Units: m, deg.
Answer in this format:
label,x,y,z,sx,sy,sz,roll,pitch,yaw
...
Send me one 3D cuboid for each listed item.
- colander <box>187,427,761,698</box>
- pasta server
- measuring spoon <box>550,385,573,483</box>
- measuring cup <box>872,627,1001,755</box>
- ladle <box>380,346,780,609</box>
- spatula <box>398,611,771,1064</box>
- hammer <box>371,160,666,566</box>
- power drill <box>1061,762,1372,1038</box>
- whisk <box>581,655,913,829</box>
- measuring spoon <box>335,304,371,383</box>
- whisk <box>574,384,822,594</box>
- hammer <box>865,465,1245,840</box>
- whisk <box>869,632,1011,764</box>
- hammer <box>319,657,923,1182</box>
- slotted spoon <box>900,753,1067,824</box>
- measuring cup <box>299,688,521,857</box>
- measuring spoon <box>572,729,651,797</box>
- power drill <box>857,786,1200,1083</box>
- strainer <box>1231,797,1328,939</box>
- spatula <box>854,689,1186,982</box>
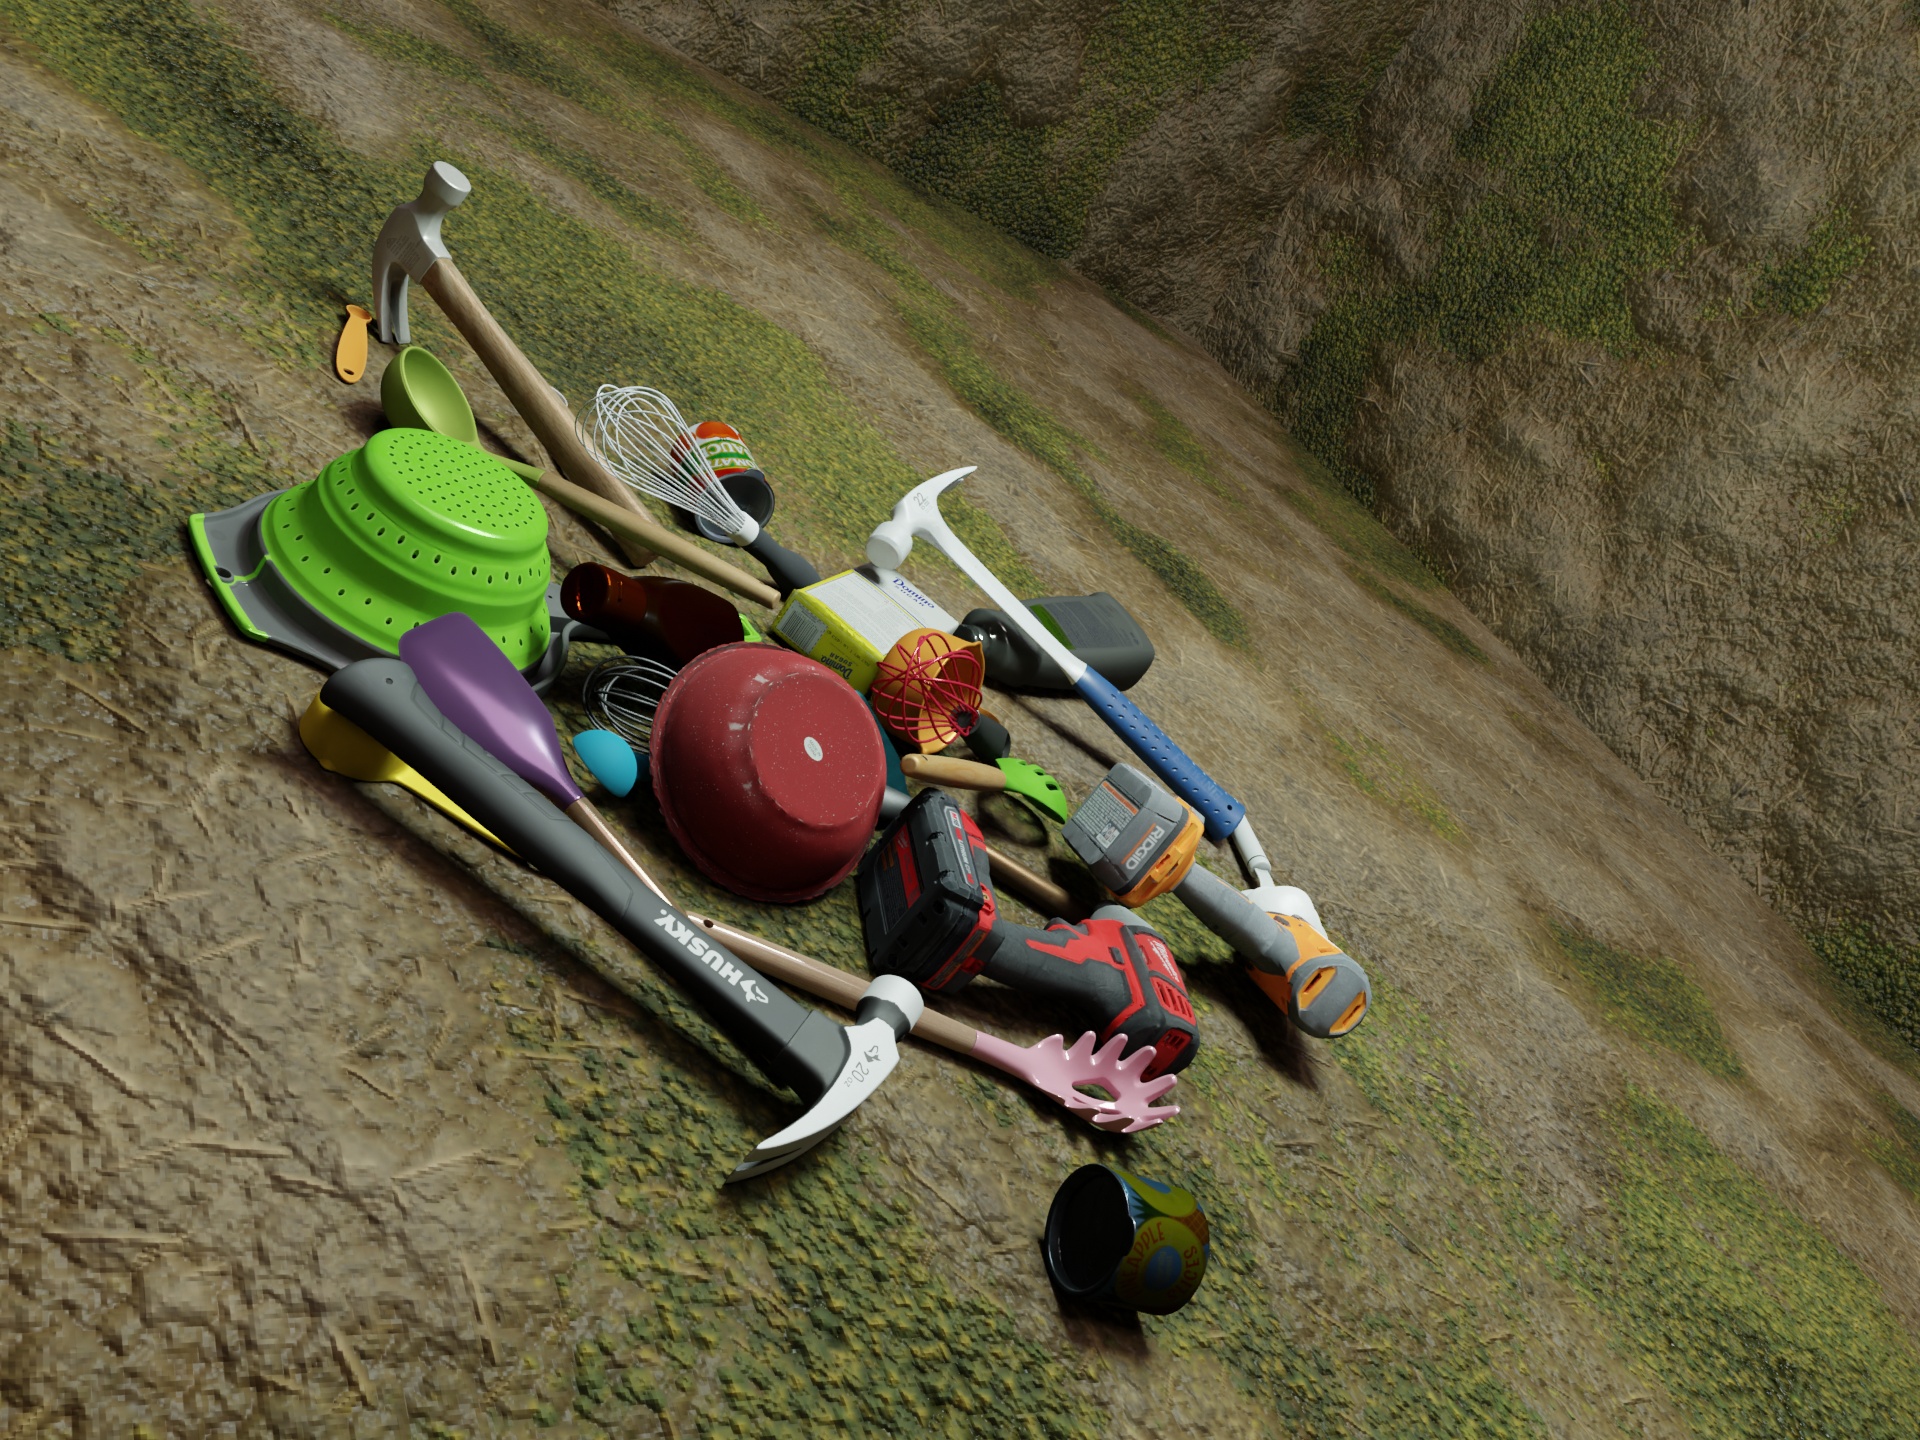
label,x,y,z,sx,sy,sz,roll,pitch,yaw
colander,-0.258,-0.100,0.992,0.396,0.094,0.205,4,39,-51
pasta server,-0.013,0.169,0.903,0.316,0.040,0.060,26,36,-20
measuring spoon,-0.318,-0.222,1.249,0.034,0.018,0.124,14,38,-42
measuring cup,-0.014,-0.016,1.222,0.052,0.095,0.173,25,-4,22
ladle,-0.259,-0.164,1.091,0.320,0.062,0.078,27,11,8
spatula,-0.189,0.065,0.836,0.316,0.018,0.060,48,48,9
hammer,-0.327,-0.248,1.182,0.331,0.130,0.031,52,25,8
power drill,0.185,0.131,1.170,0.226,0.084,0.164,39,2,-14
whisk,-0.121,0.022,0.990,0.238,0.055,0.055,24,26,-19
measuring spoon,-0.448,-0.275,1.171,0.021,0.011,0.117,23,30,-30
whisk,-0.183,-0.159,1.185,0.284,0.070,0.070,42,11,-52
hammer,0.097,-0.051,1.362,0.405,0.035,0.144,44,46,-11
whisk,-0.002,-0.004,1.122,0.073,0.073,0.295,44,1,17
hammer,-0.177,0.085,0.781,0.335,0.035,0.146,39,36,0
slotted spoon,0.019,0.040,1.080,0.070,0.031,0.313,40,7,17
measuring cup,-0.265,0.028,0.823,0.156,0.029,0.062,32,24,-6
measuring spoon,-0.186,0.021,0.906,0.042,0.021,0.128,51,3,4
power drill,0.048,0.136,1.007,0.219,0.078,0.143,28,24,-26
strainer,0.257,0.128,1.357,0.086,0.050,0.259,14,26,-14
spatula,0.034,0.098,1.095,0.317,0.044,0.082,33,47,-13
